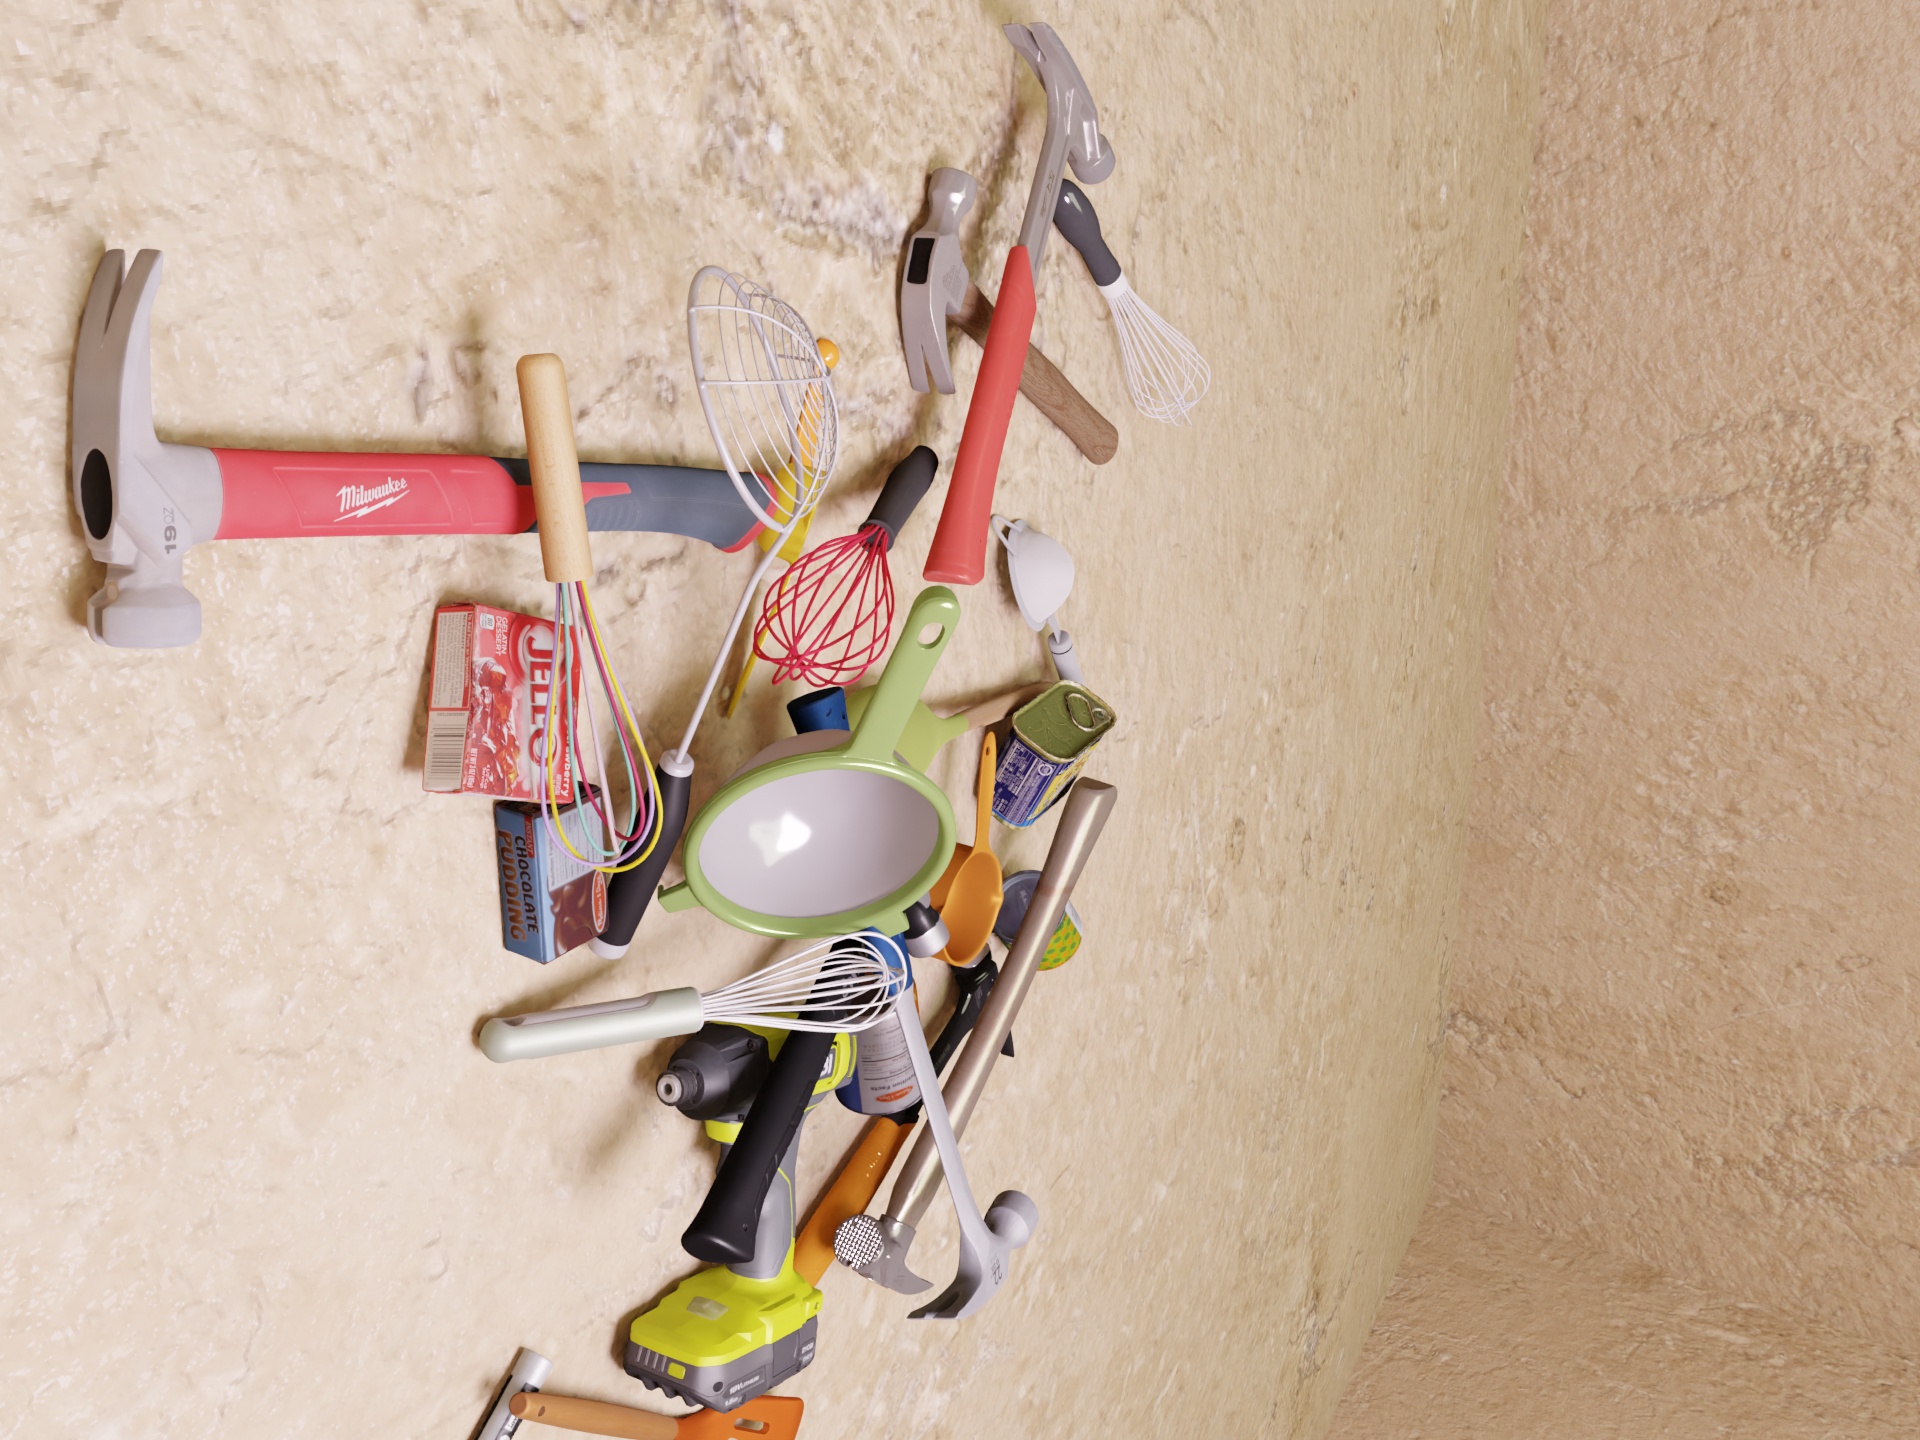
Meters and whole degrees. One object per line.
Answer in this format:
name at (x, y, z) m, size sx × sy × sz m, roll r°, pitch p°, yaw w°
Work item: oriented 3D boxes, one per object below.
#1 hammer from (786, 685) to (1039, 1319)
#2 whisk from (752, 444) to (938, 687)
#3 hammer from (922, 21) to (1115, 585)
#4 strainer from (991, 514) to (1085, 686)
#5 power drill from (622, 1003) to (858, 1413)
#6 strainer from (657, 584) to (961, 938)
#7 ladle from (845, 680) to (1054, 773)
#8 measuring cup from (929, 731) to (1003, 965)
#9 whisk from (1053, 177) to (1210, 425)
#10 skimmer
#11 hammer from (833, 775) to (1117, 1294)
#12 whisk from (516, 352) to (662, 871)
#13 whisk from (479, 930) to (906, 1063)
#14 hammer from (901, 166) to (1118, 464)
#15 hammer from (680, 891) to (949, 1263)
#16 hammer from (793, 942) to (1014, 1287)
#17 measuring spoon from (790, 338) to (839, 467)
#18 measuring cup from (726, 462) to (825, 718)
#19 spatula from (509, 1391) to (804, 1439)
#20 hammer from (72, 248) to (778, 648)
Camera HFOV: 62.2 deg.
hammer at (-0.037, 0.179, 0.990) m, size 0.144 × 0.035 × 0.405 m, roll -37°, pitch 114°, yaw -62°
whisk at (-0.054, -0.101, 0.942) m, size 0.296 × 0.073 × 0.073 m, roll -68°, pitch 156°, yaw -57°
hammer at (0.030, -0.261, 1.037) m, size 0.149 × 0.037 × 0.359 m, roll 35°, pitch 66°, yaw -61°
strainer at (0.079, -0.069, 1.263) m, size 0.258 × 0.050 × 0.087 m, roll 68°, pitch 25°, yaw -47°
power drill at (-0.139, 0.295, 0.985) m, size 0.171 × 0.080 × 0.223 m, roll 4°, pitch 93°, yaw -62°
strainer at (-0.061, 0.014, 0.857) m, size 0.151 × 0.069 × 0.256 m, roll 10°, pitch 130°, yaw -24°
ladle at (-0.002, -0.004, 1.162) m, size 0.320 × 0.062 × 0.078 m, roll -21°, pitch 118°, yaw -65°
measuring cup at (-0.007, 0.090, 1.166) m, size 0.095 × 0.052 × 0.173 m, roll -5°, pitch 103°, yaw -61°
whisk at (0.131, -0.327, 1.257) m, size 0.284 × 0.070 × 0.070 m, roll 45°, pitch 62°, yaw -52°
skimmer at (-0.150, -0.042, 0.808) m, size 0.127 × 0.090 × 0.363 m, roll -66°, pitch -179°, yaw -69°
hammer at (0.028, 0.230, 1.206) m, size 0.411 × 0.038 × 0.146 m, roll -63°, pitch 154°, yaw -19°
whisk at (-0.173, -0.045, 0.735) m, size 0.051 × 0.047 × 0.245 m, roll -28°, pitch 118°, yaw -54°
whisk at (-0.137, 0.155, 0.867) m, size 0.246 × 0.058 × 0.059 m, roll -4°, pitch 100°, yaw -31°
hammer at (0.045, -0.255, 1.146) m, size 0.331 × 0.031 × 0.130 m, roll 27°, pitch 77°, yaw -61°
hammer at (-0.090, 0.183, 0.961) m, size 0.146 × 0.035 × 0.335 m, roll 65°, pitch 29°, yaw -27°
hammer at (-0.056, 0.319, 1.184) m, size 0.337 × 0.034 × 0.127 m, roll -51°, pitch 141°, yaw -40°
measuring spoon at (-0.089, -0.171, 0.957) m, size 0.021 × 0.011 × 0.117 m, roll 9°, pitch 93°, yaw -62°
measuring cup at (-0.117, -0.076, 0.927) m, size 0.062 × 0.029 × 0.156 m, roll -109°, pitch -139°, yaw -80°
spatula at (-0.183, 0.437, 0.977) m, size 0.081 × 0.041 × 0.322 m, roll -66°, pitch 154°, yaw -20°
hammer at (-0.211, -0.119, 0.729) m, size 0.386 × 0.038 × 0.143 m, roll -13°, pitch 110°, yaw -59°
